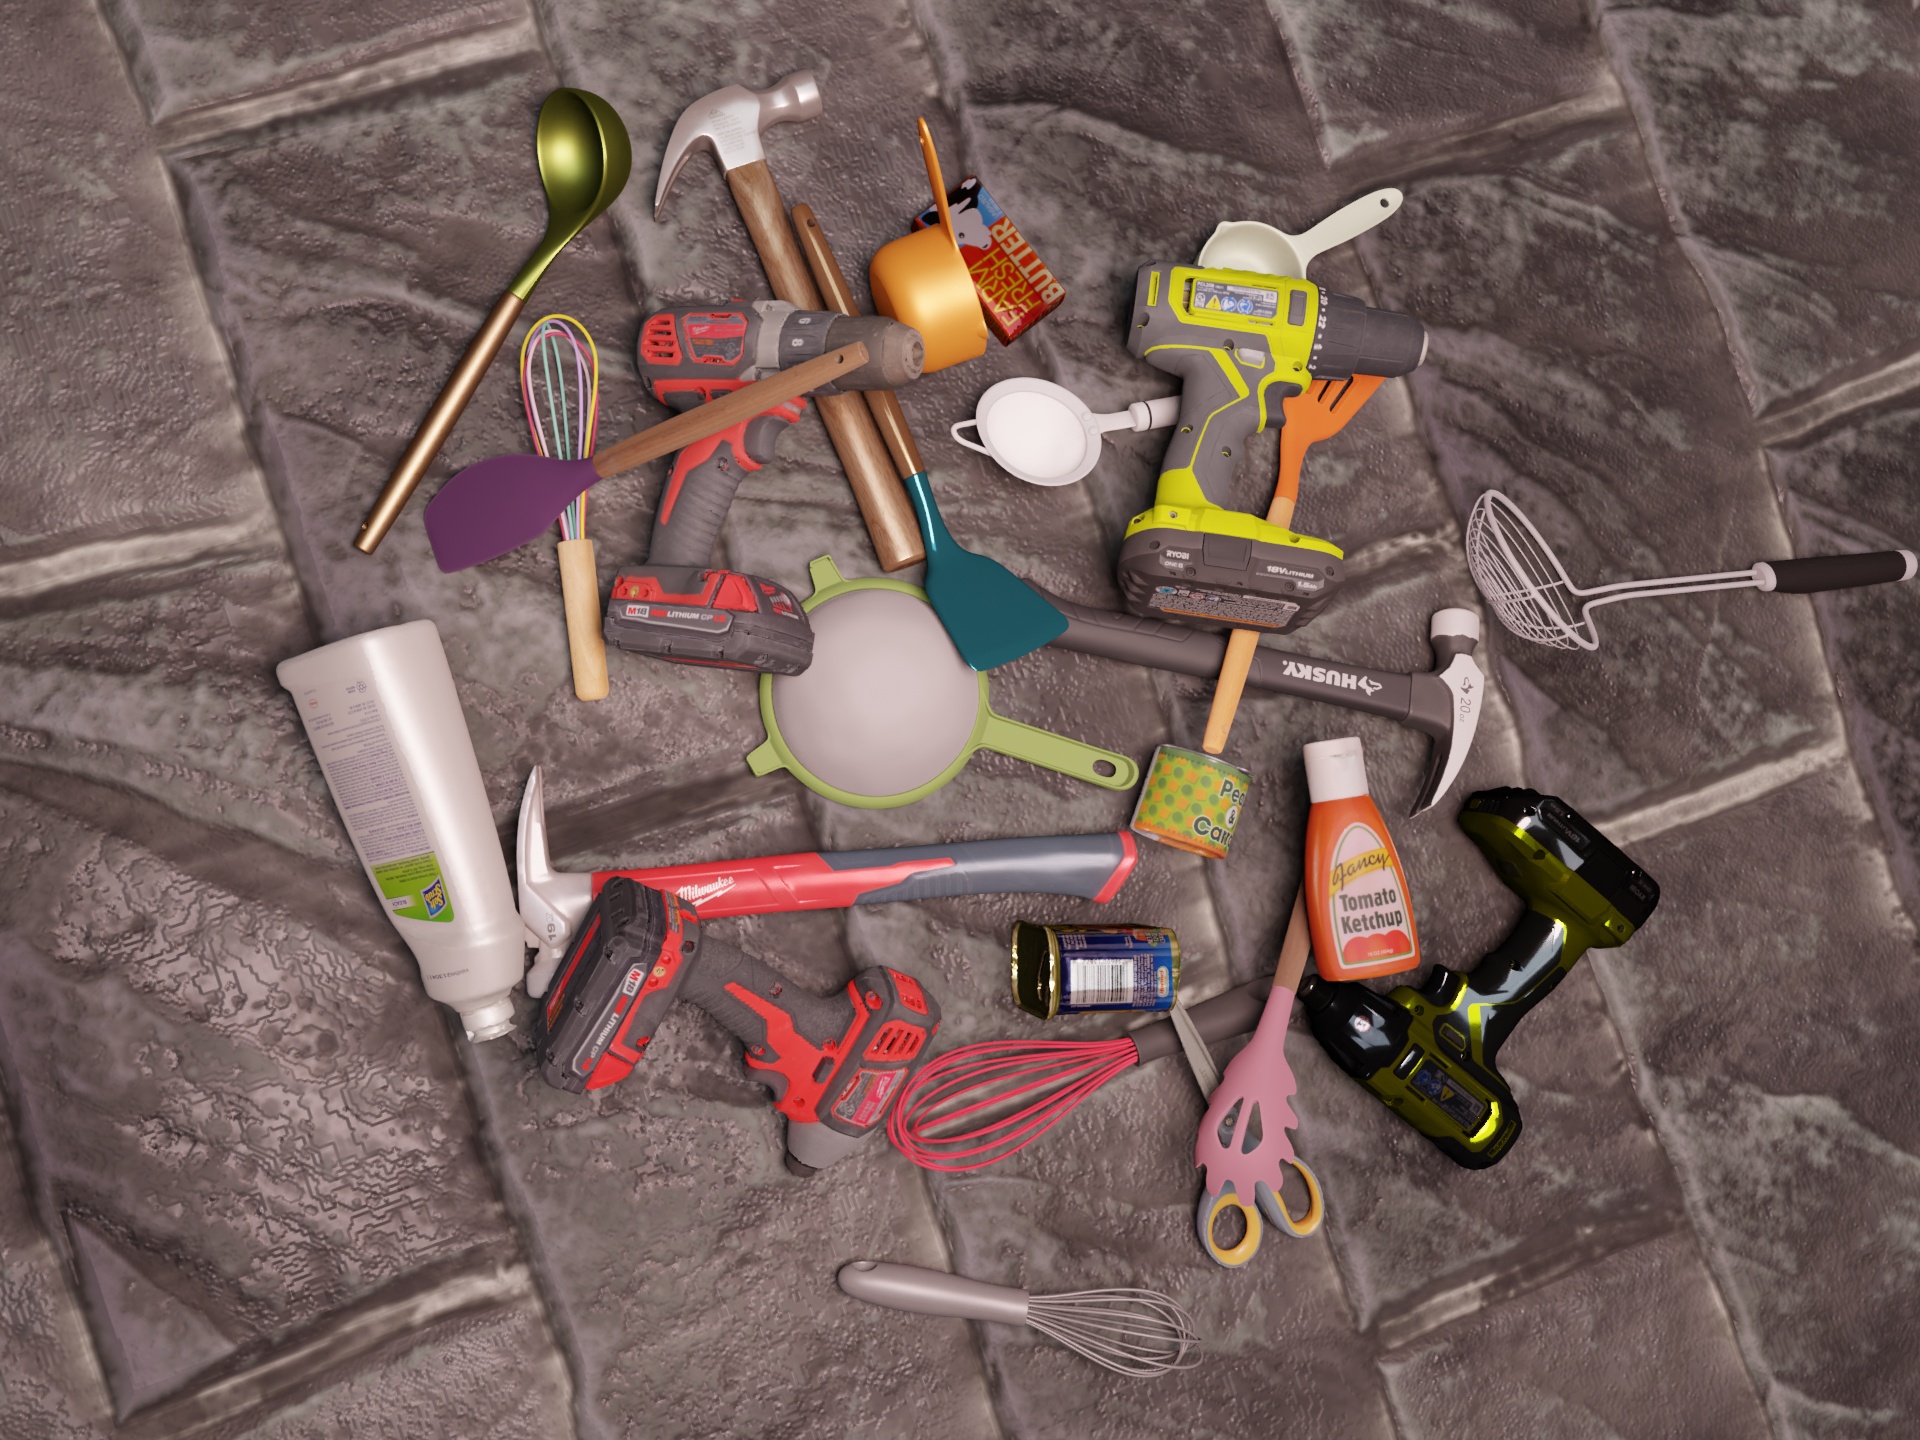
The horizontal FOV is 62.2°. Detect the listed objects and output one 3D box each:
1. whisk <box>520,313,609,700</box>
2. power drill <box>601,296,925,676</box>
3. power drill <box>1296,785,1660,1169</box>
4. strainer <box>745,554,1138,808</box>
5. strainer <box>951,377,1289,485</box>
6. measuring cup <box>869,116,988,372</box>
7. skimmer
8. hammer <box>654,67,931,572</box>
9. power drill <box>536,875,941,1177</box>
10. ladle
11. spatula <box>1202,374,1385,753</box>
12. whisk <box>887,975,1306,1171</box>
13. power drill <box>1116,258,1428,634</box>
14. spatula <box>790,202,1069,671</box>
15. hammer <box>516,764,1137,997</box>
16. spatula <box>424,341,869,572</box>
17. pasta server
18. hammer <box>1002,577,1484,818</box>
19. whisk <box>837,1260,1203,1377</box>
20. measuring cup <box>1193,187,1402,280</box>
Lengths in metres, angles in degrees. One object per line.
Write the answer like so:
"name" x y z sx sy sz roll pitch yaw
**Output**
"whisk" -0.243 -0.135 1.002 0.047 0.051 0.245 -7 90 -15
"power drill" -0.120 -0.145 0.966 0.188 0.080 0.227 6 86 25
"power drill" 0.340 0.160 1.053 0.171 0.080 0.223 39 83 -9
"strainer" -0.002 -0.003 1.015 0.256 0.069 0.151 18 83 -6
"strainer" 0.112 -0.199 1.063 0.258 0.050 0.087 -13 68 -15
"measuring cup" -0.030 -0.291 0.988 0.052 0.173 0.095 -24 56 -6
"skimmer" 0.515 -0.112 1.095 0.363 0.090 0.127 -6 55 -12
"hammer" -0.099 -0.253 1.038 0.130 0.031 0.331 -22 90 -10
"power drill" -0.134 0.192 0.956 0.219 0.079 0.143 25 104 -23
"ladle" -0.301 -0.249 0.994 0.078 0.062 0.320 26 85 38
"spatula" 0.214 -0.126 1.052 0.081 0.041 0.323 30 68 -28
"whisk" 0.093 0.217 1.022 0.296 0.073 0.073 -16 89 -15
"power drill" 0.193 -0.177 1.007 0.190 0.080 0.229 9 75 1
"spatula" -0.033 -0.183 1.008 0.082 0.044 0.317 -26 94 -30
"hammer" -0.081 0.085 1.006 0.386 0.038 0.143 -4 88 -8
"spatula" -0.196 -0.163 0.951 0.316 0.018 0.060 -18 89 20
"pasta server" 0.215 0.152 1.022 0.060 0.040 0.316 12 62 21
"hammer" 0.183 -0.034 1.056 0.334 0.035 0.146 12 70 -6
"whisk" 0.039 0.375 1.007 0.239 0.055 0.055 12 84 -4
"measuring cup" 0.231 -0.319 1.093 0.167 0.038 0.083 -31 91 -12
